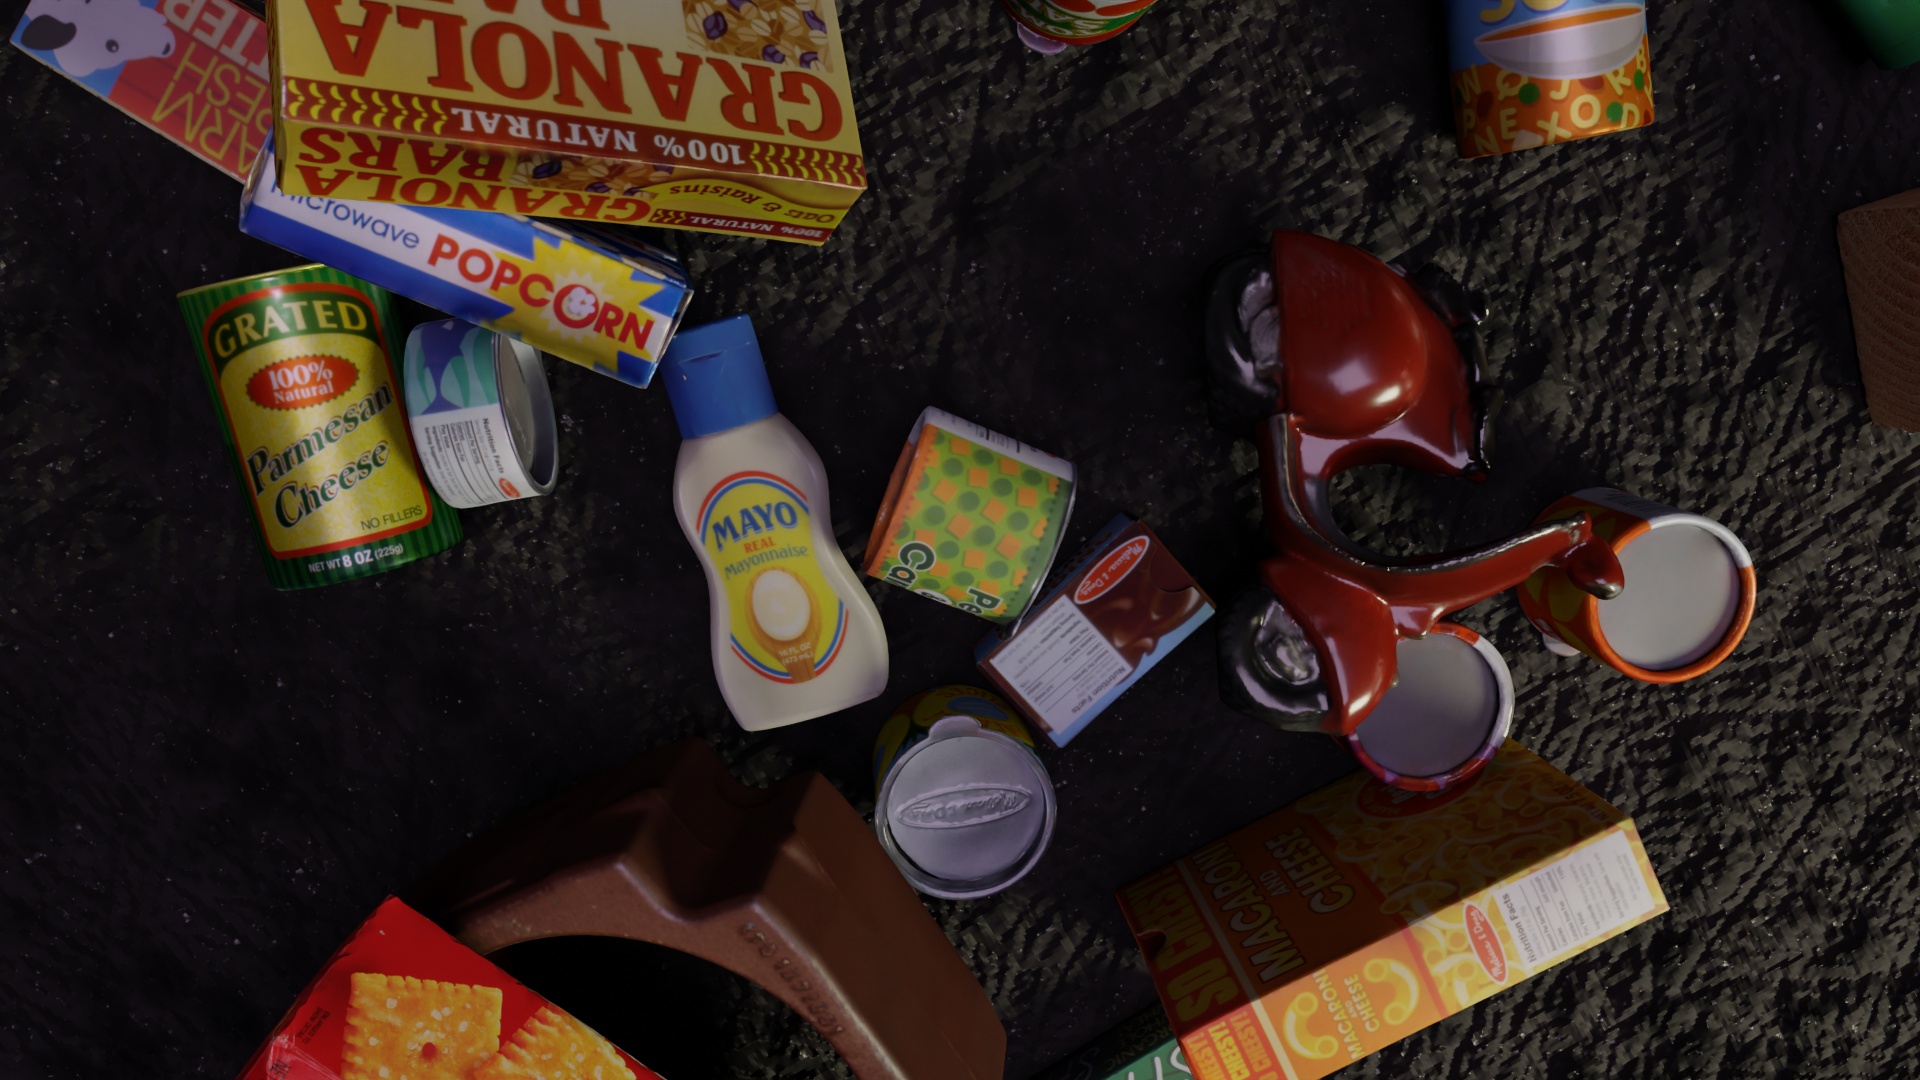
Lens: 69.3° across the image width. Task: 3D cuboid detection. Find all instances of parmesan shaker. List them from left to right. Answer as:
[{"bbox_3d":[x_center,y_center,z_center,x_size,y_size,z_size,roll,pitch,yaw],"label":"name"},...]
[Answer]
[{"bbox_3d":[-0.215,-0.041,0.479,0.071,0.071,0.103,-13,102,-3],"label":"parmesan shaker"}]

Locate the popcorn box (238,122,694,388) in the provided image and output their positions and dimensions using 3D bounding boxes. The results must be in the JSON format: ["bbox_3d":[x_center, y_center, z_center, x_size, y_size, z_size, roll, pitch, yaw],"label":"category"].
[{"bbox_3d":[-0.156,-0.097,0.452,0.127,0.085,0.038,21,102,-21],"label":"popcorn box"}]

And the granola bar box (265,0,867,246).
[{"bbox_3d":[-0.119,-0.159,0.422,0.166,0.039,0.124,-1,71,-31],"label":"granola bar box"}]

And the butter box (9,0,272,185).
[{"bbox_3d":[-0.258,-0.161,0.474,0.103,0.024,0.053,31,97,-10],"label":"butter box"}]

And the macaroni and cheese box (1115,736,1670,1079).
[{"bbox_3d":[0.148,0.132,0.514,0.166,0.124,0.040,-26,99,0],"label":"macaroni and cheese box"}]

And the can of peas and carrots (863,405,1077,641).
[{"bbox_3d":[0.002,-0.006,0.504,0.059,0.071,0.071,21,98,-8],"label":"can of peas and carrots"}]

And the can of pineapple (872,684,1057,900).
[{"bbox_3d":[0.000,0.092,0.527,0.071,0.058,0.071,-1,101,-5],"label":"can of pineapple"}]

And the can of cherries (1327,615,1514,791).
[{"bbox_3d":[0.167,0.057,0.535,0.071,0.058,0.071,-1,101,-5],"label":"can of cherries"}]

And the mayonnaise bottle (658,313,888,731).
[{"bbox_3d":[-0.074,-0.007,0.510,0.065,0.041,0.147,-16,102,0],"label":"mayonnaise bottle"}]

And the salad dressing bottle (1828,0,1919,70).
[{"bbox_3d":[0.309,-0.238,0.501,0.064,0.044,0.147,-43,101,5],"label":"salad dressing bottle"}]

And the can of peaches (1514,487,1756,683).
[{"bbox_3d":[0.258,0.019,0.537,0.071,0.058,0.071,-1,100,-5],"label":"can of peaches"}]

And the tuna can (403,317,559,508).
[{"bbox_3d":[-0.166,-0.048,0.484,0.033,0.071,0.071,-10,102,-2],"label":"tuna can"}]

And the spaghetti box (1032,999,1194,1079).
[{"bbox_3d":[0.004,0.272,0.576,0.250,0.029,0.050,-32,103,1],"label":"spaghetti box"}]

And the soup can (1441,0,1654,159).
[{"bbox_3d":[0.205,-0.182,0.488,0.071,0.071,0.083,-12,102,-3],"label":"soup can"}]

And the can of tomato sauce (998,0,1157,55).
[{"bbox_3d":[0.044,-0.204,0.463,0.071,0.083,0.071,-1,101,-5],"label":"can of tomato sauce"}]

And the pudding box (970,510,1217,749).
[{"bbox_3d":[0.051,0.034,0.535,0.083,0.030,0.049,-42,100,3],"label":"pudding box"}]
